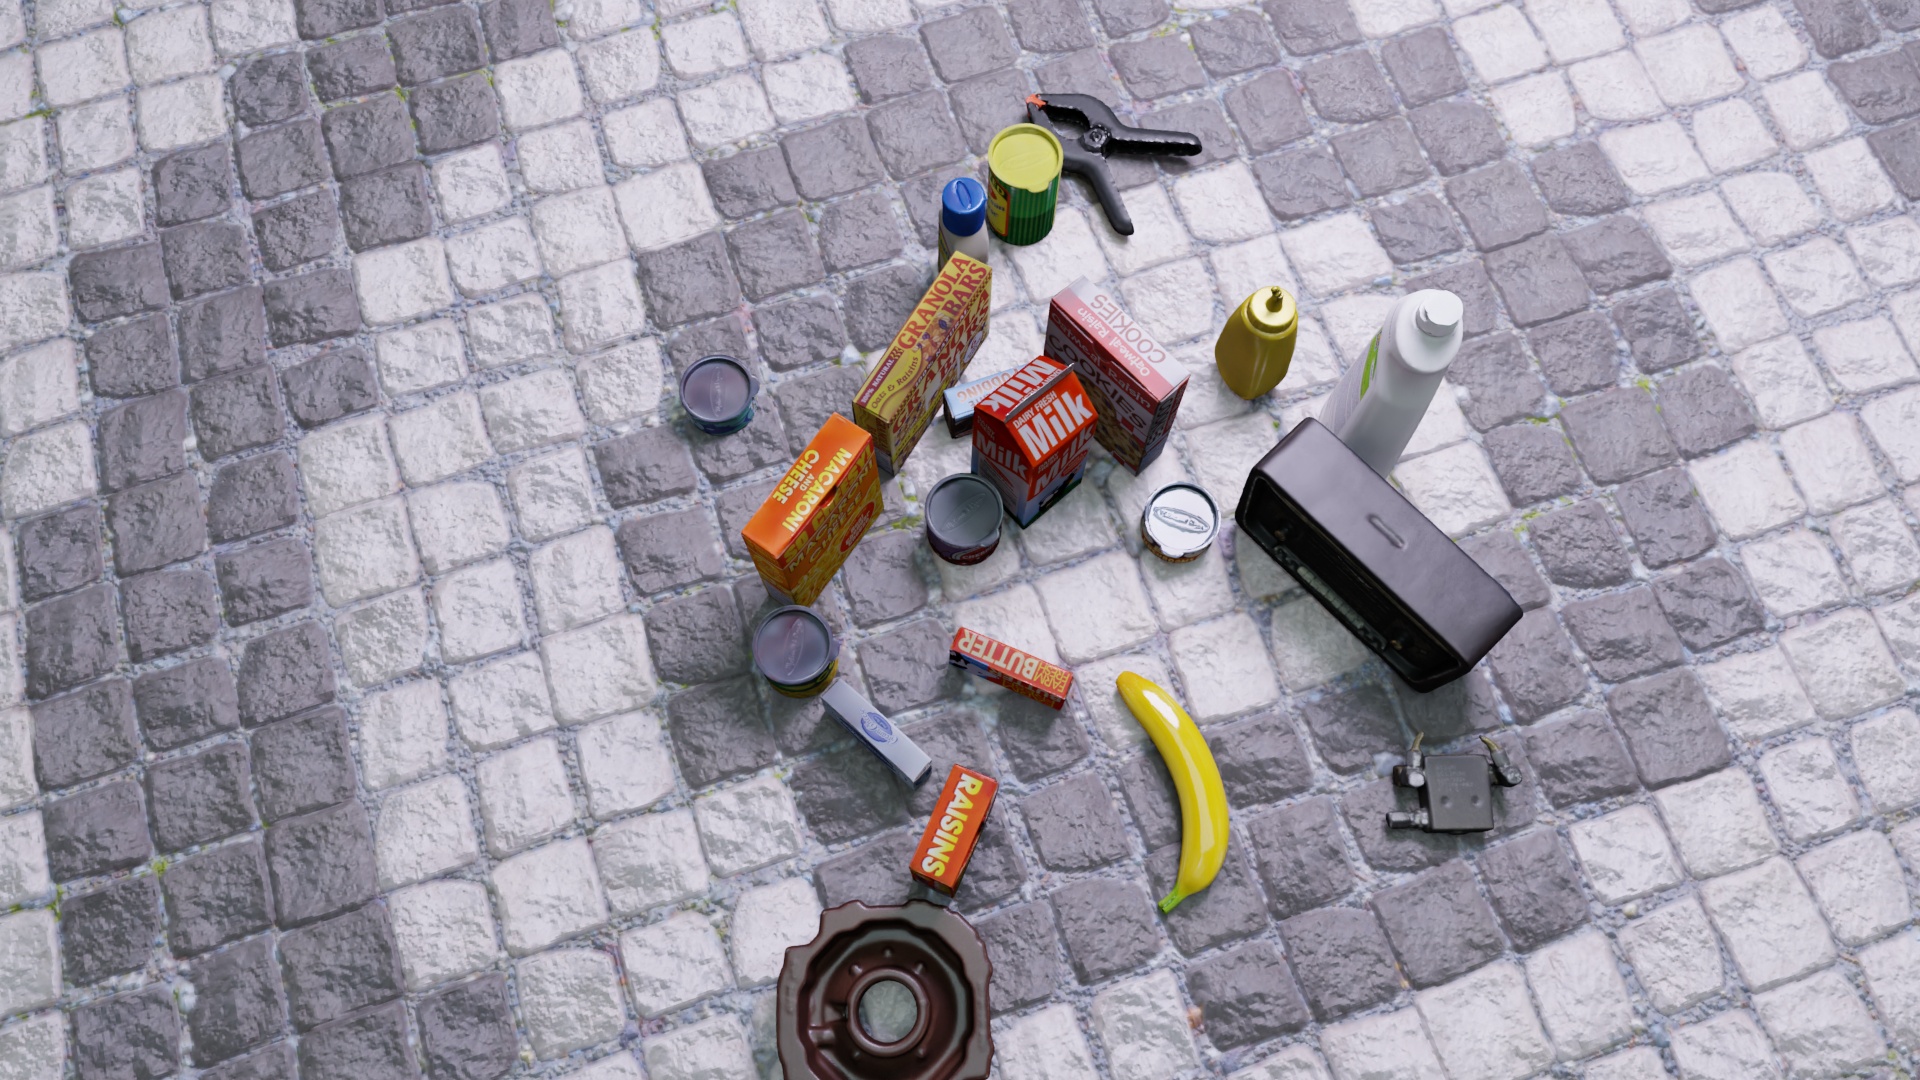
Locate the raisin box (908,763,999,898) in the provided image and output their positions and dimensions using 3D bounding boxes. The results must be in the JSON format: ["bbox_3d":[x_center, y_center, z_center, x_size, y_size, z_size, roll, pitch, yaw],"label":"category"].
[{"bbox_3d":[-0.005,0.226,1.069,0.040,0.123,0.086,23,73,7],"label":"raisin box"}]

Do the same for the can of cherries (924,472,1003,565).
[{"bbox_3d":[0.004,-0.015,1.185,0.071,0.058,0.071,0,71,0],"label":"can of cherries"}]

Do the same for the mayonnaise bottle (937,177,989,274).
[{"bbox_3d":[0.002,-0.264,1.223,0.041,0.147,0.065,-18,73,-6],"label":"mayonnaise bottle"}]

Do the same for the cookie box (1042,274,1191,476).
[{"bbox_3d":[0.125,-0.134,1.169,0.040,0.167,0.123,-42,77,-13],"label":"cookie box"}]

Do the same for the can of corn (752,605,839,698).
[{"bbox_3d":[-0.133,0.093,1.147,0.071,0.058,0.071,0,71,0],"label":"can of corn"}]

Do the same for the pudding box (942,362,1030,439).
[{"bbox_3d":[0.027,-0.123,1.226,0.084,0.049,0.030,-19,73,-7],"label":"pudding box"}]

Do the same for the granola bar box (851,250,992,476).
[{"bbox_3d":[-0.032,-0.151,1.196,0.039,0.124,0.166,30,74,9],"label":"granola bar box"}]

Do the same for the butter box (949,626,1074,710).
[{"bbox_3d":[0.042,0.106,1.147,0.103,0.053,0.024,23,73,7],"label":"butter box"}]

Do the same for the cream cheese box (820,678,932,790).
[{"bbox_3d":[-0.067,0.158,1.128,0.104,0.053,0.024,40,76,12],"label":"cream cheese box"}]

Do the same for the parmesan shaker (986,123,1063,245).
[{"bbox_3d":[0.058,-0.319,1.265,0.071,0.102,0.071,0,72,0],"label":"parmesan shaker"}]

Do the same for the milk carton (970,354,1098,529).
[{"bbox_3d":[0.059,-0.085,1.140,0.072,0.190,0.073,-40,76,-12],"label":"milk carton"}]

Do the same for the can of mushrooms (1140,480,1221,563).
[{"bbox_3d":[0.188,-0.013,1.199,0.071,0.033,0.071,0,71,0],"label":"can of mushrooms"}]

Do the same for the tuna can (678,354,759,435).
[{"bbox_3d":[-0.212,-0.129,1.236,0.071,0.032,0.071,0,71,0],"label":"tuna can"}]

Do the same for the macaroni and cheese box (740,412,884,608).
[{"bbox_3d":[-0.115,-0.017,1.128,0.040,0.166,0.124,33,75,10],"label":"macaroni and cheese box"}]

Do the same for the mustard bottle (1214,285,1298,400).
[{"bbox_3d":[0.258,-0.176,1.188,0.049,0.159,0.065,-31,74,-10],"label":"mustard bottle"}]
